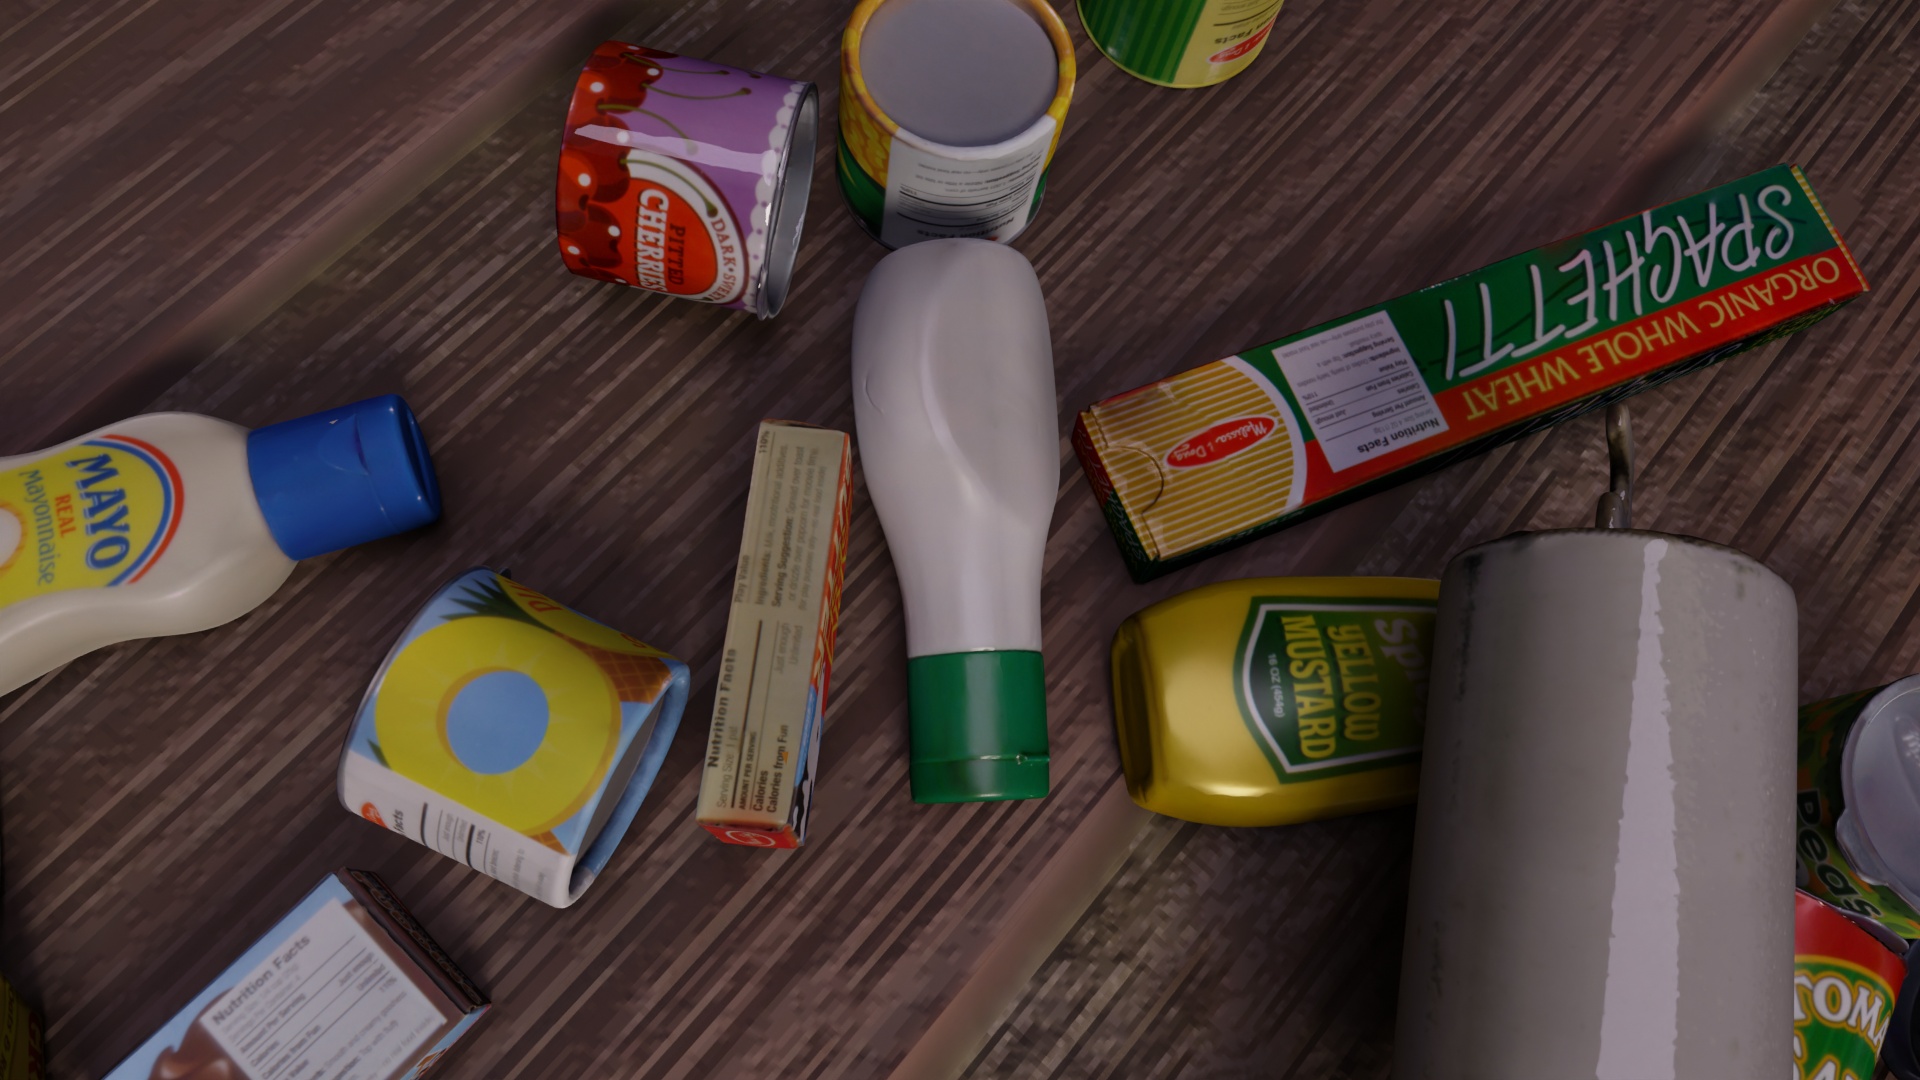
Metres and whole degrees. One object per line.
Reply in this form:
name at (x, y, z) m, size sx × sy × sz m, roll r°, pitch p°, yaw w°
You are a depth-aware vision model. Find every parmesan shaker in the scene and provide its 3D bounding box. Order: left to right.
parmesan shaker at (0.078, -0.195, 0.414) m, size 0.071 × 0.102 × 0.071 m, roll 2°, pitch 73°, yaw -6°

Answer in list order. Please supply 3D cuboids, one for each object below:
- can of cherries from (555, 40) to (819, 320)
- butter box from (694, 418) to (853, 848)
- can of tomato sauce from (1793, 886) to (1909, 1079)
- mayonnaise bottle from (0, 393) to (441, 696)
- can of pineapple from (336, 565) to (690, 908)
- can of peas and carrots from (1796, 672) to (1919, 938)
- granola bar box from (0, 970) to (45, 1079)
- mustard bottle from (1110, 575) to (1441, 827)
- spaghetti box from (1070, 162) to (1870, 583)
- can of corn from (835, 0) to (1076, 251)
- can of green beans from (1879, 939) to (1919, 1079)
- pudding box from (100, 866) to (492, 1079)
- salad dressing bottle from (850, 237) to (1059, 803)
can of cherries at (-0.075, -0.098, 0.386) m, size 0.058 × 0.071 × 0.071 m, roll 12°, pitch 72°, yaw -2°
butter box at (-0.046, 0.025, 0.359) m, size 0.024 × 0.053 × 0.104 m, roll 7°, pitch 72°, yaw -1°
can of tomato sauce at (0.185, 0.129, 0.343) m, size 0.071 × 0.071 × 0.083 m, roll 30°, pitch 73°, yaw 4°
mayonnaise bottle at (-0.213, -0.002, 0.355) m, size 0.148 × 0.041 × 0.065 m, roll -17°, pitch 73°, yaw -10°
can of pineapple at (-0.105, 0.046, 0.339) m, size 0.058 × 0.070 × 0.071 m, roll 25°, pitch 72°, yaw 1°
can of peas and carrots at (0.246, 0.074, 0.372) m, size 0.071 × 0.058 × 0.071 m, roll 2°, pitch 73°, yaw -5°
granola bar box at (-0.272, 0.169, 0.264) m, size 0.166 × 0.038 × 0.124 m, roll -14°, pitch 53°, yaw -20°
mustard bottle at (0.123, 0.039, 0.375) m, size 0.160 × 0.048 × 0.065 m, roll -5°, pitch 75°, yaw -7°
spaghetti box at (0.156, -0.053, 0.417) m, size 0.250 × 0.028 × 0.050 m, roll -20°, pitch 76°, yaw -12°
can of corn at (-0.004, -0.127, 0.407) m, size 0.071 × 0.058 × 0.071 m, roll 2°, pitch 73°, yaw -6°
can of green beans at (0.285, 0.129, 0.355) m, size 0.058 × 0.071 × 0.071 m, roll 35°, pitch 73°, yaw 4°
pudding box at (-0.161, 0.124, 0.327) m, size 0.050 × 0.030 × 0.084 m, roll 44°, pitch 74°, yaw 6°
salad dressing bottle at (0.001, -0.005, 0.374) m, size 0.064 × 0.044 × 0.148 m, roll 11°, pitch 72°, yaw -50°
